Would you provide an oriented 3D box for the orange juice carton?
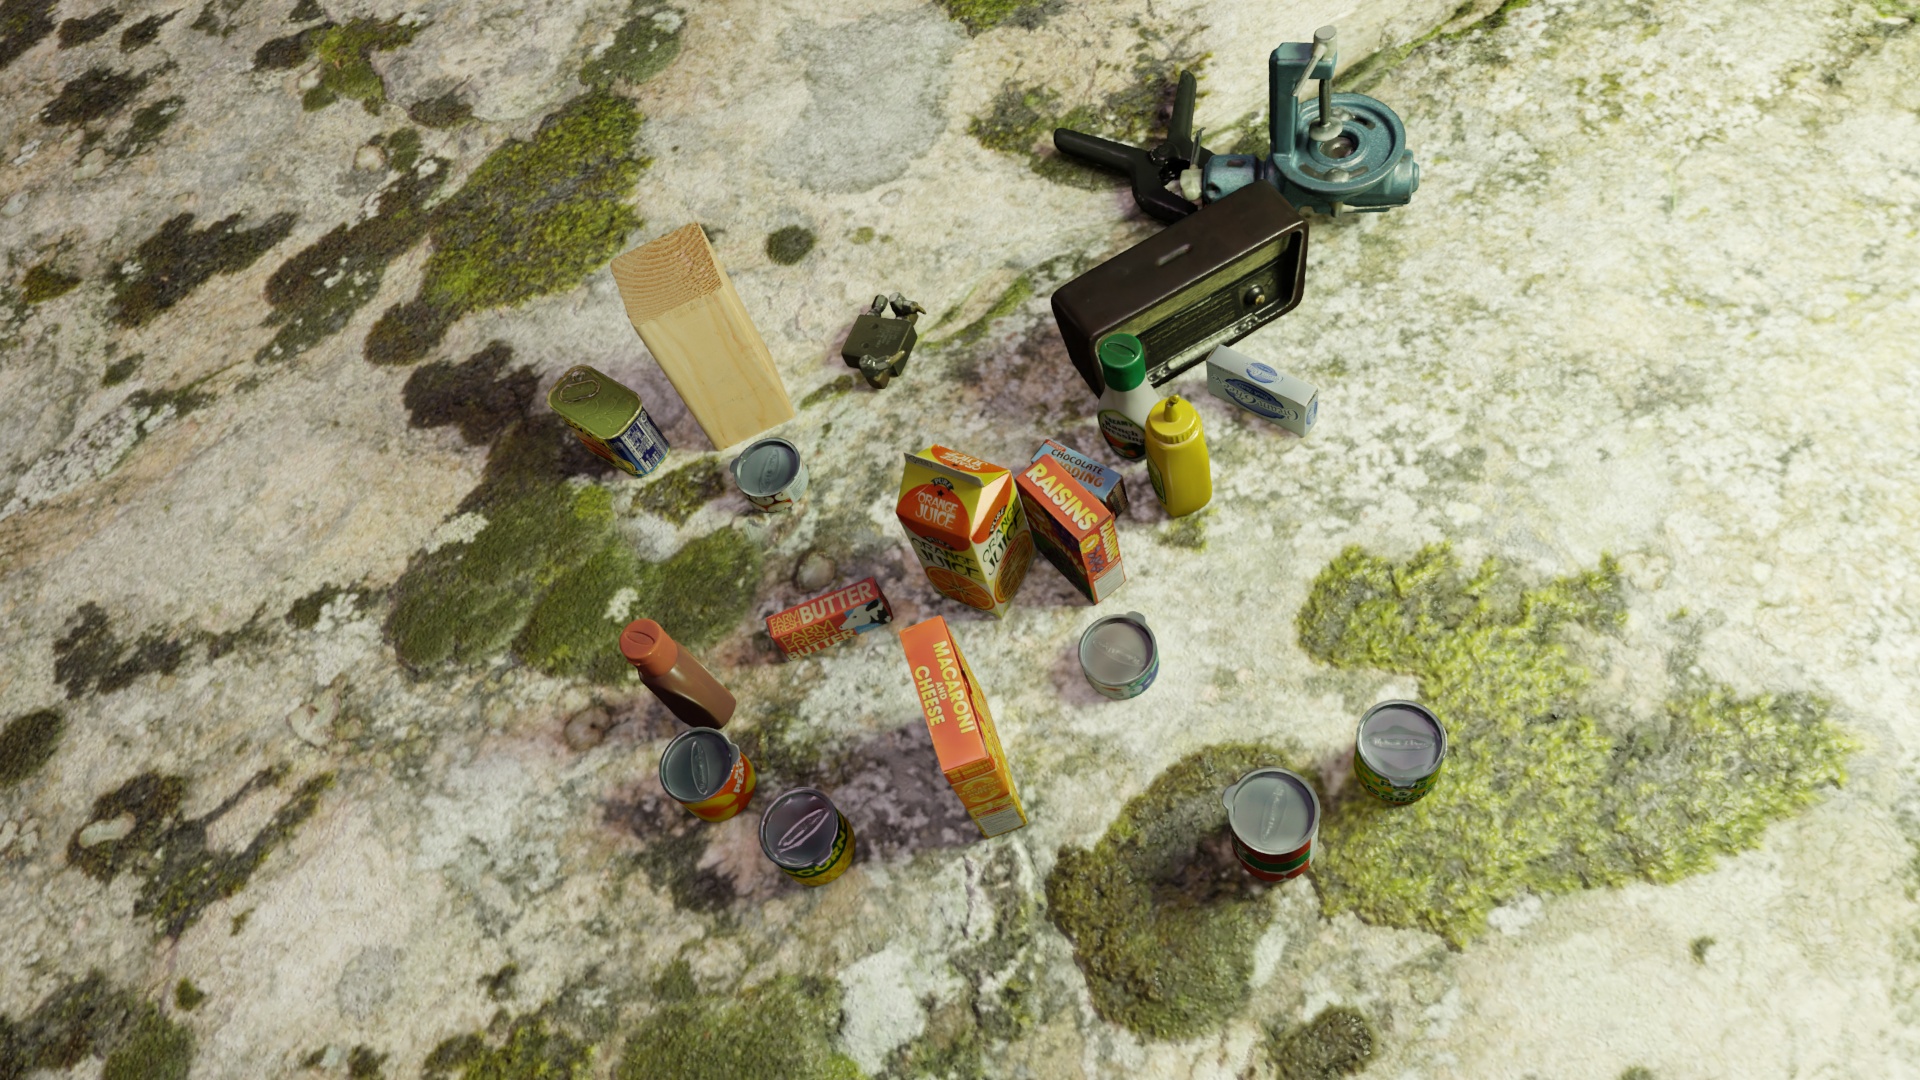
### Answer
[{"bbox_3d":[0.004,-0.015,1.168,0.072,0.192,0.073,21,68,22],"label":"orange juice carton"}]

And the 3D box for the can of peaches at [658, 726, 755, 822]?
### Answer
[{"bbox_3d":[-0.211,0.198,1.176,0.071,0.058,0.071,-6,60,10],"label":"can of peaches"}]

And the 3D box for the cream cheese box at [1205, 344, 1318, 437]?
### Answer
[{"bbox_3d":[0.272,-0.135,1.255,0.104,0.053,0.024,30,72,25],"label":"cream cheese box"}]

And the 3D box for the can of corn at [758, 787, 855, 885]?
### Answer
[{"bbox_3d":[-0.122,0.244,1.130,0.071,0.058,0.071,-6,60,10],"label":"can of corn"}]

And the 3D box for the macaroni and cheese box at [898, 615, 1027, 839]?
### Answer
[{"bbox_3d":[0.004,0.149,1.091,0.040,0.165,0.124,-20,59,2],"label":"macaroni and cheese box"}]

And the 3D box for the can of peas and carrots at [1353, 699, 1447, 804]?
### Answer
[{"bbox_3d":[0.337,0.165,1.069,0.071,0.058,0.071,-6,60,10],"label":"can of peas and carrots"}]

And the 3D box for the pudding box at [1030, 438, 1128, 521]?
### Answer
[{"bbox_3d":[0.107,-0.054,1.249,0.084,0.049,0.030,30,72,25],"label":"pudding box"}]

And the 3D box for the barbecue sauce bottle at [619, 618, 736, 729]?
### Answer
[{"bbox_3d":[-0.243,0.114,1.178,0.065,0.148,0.044,16,66,21],"label":"barbecue sauce bottle"}]

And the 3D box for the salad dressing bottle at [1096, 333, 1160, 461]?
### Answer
[{"bbox_3d":[0.148,-0.126,1.223,0.064,0.147,0.044,25,70,24],"label":"salad dressing bottle"}]

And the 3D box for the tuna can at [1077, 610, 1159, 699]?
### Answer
[{"bbox_3d":[0.135,0.096,1.169,0.071,0.032,0.071,-6,60,10],"label":"tuna can"}]

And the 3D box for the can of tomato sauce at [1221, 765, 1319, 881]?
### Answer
[{"bbox_3d":[0.235,0.216,1.050,0.071,0.082,0.071,-6,61,10],"label":"can of tomato sauce"}]

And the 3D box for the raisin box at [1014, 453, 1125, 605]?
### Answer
[{"bbox_3d":[0.095,-0.008,1.184,0.040,0.123,0.086,-38,60,-9],"label":"raisin box"}]

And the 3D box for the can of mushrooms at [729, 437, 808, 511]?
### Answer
[{"bbox_3d":[-0.183,-0.063,1.330,0.071,0.033,0.071,-6,60,10],"label":"can of mushrooms"}]

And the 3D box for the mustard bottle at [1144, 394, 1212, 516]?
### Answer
[{"bbox_3d":[0.183,-0.080,1.182,0.049,0.159,0.065,-22,59,1],"label":"mustard bottle"}]

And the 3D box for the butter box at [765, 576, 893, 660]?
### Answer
[{"bbox_3d":[-0.115,0.070,1.229,0.103,0.053,0.024,-21,59,1],"label":"butter box"}]
